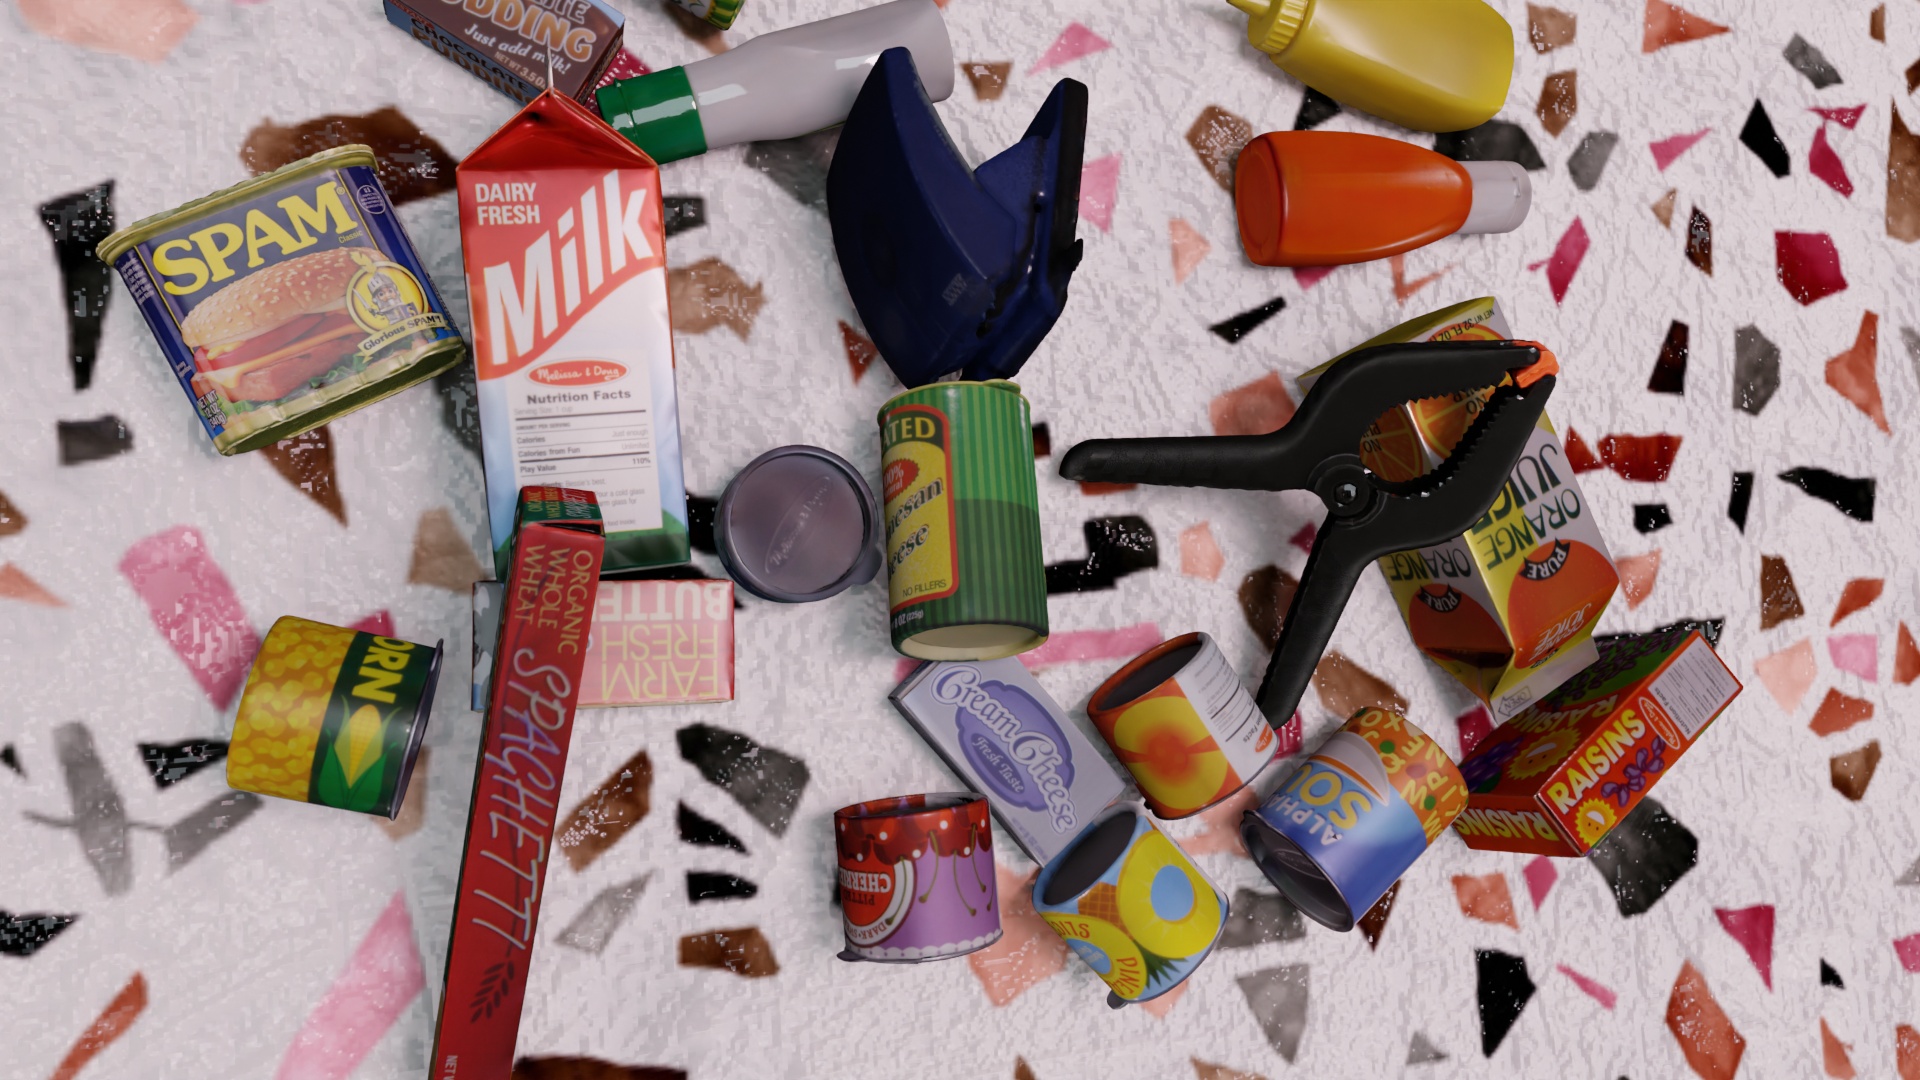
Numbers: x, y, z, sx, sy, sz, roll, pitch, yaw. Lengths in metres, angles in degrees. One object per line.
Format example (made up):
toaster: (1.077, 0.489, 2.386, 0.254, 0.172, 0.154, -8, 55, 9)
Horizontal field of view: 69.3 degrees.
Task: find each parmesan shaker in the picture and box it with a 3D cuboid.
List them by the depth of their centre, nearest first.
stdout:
parmesan shaker: (0.002, -0.007, 0.579, 0.071, 0.071, 0.103, 2, 70, -18)

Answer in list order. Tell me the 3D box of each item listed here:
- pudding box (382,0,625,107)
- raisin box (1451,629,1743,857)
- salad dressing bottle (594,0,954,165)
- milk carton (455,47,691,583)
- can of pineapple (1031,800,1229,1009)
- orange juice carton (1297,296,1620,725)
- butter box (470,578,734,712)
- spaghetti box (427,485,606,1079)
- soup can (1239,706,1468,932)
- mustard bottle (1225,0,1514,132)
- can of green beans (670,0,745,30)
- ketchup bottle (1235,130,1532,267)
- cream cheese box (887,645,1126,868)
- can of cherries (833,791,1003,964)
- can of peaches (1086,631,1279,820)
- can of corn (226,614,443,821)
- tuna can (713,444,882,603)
pudding box: (-0.186, -0.214, 0.570, 0.083, 0.030, 0.050, 31, 77, -13)
raisin box: (0.301, 0.099, 0.672, 0.124, 0.086, 0.040, -38, 92, -17)
salad dressing bottle: (-0.078, -0.192, 0.590, 0.148, 0.064, 0.043, -18, 122, -10)
milk carton: (-0.151, -0.085, 0.534, 0.073, 0.072, 0.190, -6, 98, -18)
can of pineapple: (0.072, 0.157, 0.604, 0.071, 0.071, 0.058, -45, 99, -16)
orange juice carton: (0.247, -0.012, 0.670, 0.072, 0.073, 0.192, -27, 95, -19)
butter box: (-0.145, 0.042, 0.566, 0.104, 0.024, 0.053, 0, 86, -18)
spaghetti box: (-0.163, 0.104, 0.501, 0.029, 0.050, 0.249, 8, 103, -20)
soup can: (0.180, 0.125, 0.641, 0.084, 0.071, 0.071, -40, 98, -17)
mustard bottle: (0.194, -0.250, 0.686, 0.160, 0.048, 0.065, 12, 82, -16)
can of green beans: (-0.109, -0.256, 0.579, 0.058, 0.071, 0.071, 26, 79, -15)
ketchup bottle: (0.211, -0.169, 0.687, 0.149, 0.043, 0.064, -5, 88, -18)
cream cheese box: (0.021, 0.089, 0.615, 0.053, 0.024, 0.103, -43, 99, -17)
can of cherries: (-0.020, 0.138, 0.575, 0.071, 0.071, 0.058, -4, 87, -18)
can of peaches: (0.096, 0.083, 0.620, 0.071, 0.071, 0.058, -36, 97, -17)
can of corn: (-0.229, 0.063, 0.514, 0.058, 0.071, 0.071, 15, 82, -16)
tuna can: (-0.068, -0.005, 0.589, 0.071, 0.033, 0.071, 1, 85, -18)
